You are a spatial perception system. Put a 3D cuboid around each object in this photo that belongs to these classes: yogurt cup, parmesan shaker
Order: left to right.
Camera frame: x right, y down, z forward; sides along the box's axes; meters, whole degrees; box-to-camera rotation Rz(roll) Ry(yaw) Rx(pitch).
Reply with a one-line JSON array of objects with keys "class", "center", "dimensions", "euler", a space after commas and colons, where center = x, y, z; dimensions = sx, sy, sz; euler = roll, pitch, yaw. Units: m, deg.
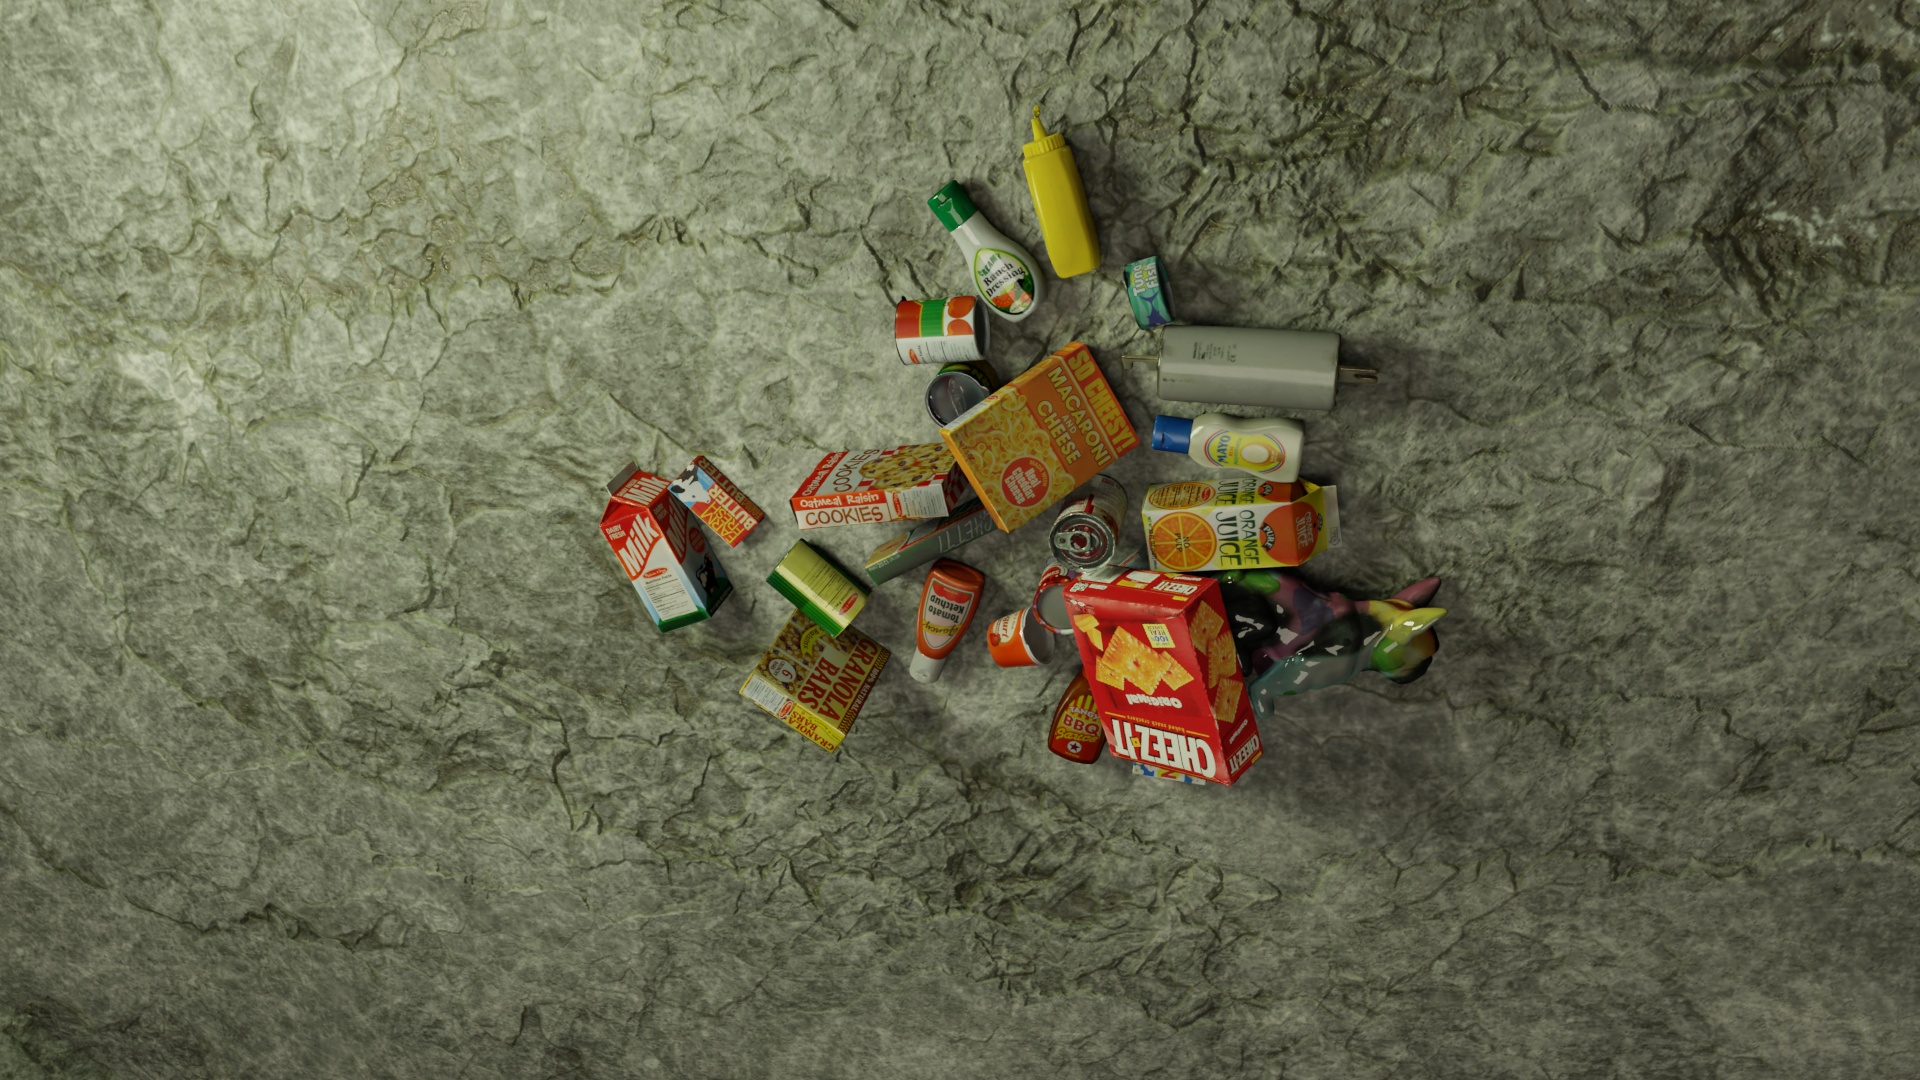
[{"class": "parmesan shaker", "center": [-0.161, 0.052, 1.580], "dimensions": [0.103, 0.072, 0.071], "euler": [41, 119, -6]}, {"class": "yogurt cup", "center": [0.066, 0.110, 1.548], "dimensions": [0.054, 0.073, 0.072], "euler": [-16, 111, 31]}]

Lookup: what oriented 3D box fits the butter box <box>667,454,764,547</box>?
[{"class": "butter box", "center": [-0.278, -0.044, 1.585], "dimensions": [0.103, 0.024, 0.053], "euler": [43, 120, -8]}]

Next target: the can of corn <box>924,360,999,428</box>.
[{"class": "can of corn", "center": [0.005, -0.153, 1.431], "dimensions": [0.071, 0.058, 0.070], "euler": [6, 118, 12]}]

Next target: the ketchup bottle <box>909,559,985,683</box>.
[{"class": "ketchup bottle", "center": [-0.021, 0.095, 1.575], "dimensions": [0.065, 0.044, 0.148], "euler": [21, 120, 4]}]

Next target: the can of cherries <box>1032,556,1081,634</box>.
[{"class": "can of cherries", "center": [0.113, 0.059, 1.510], "dimensions": [0.071, 0.059, 0.071], "euler": [6, 118, 12]}]

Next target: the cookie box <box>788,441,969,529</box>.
[{"class": "cookie box", "center": [-0.080, -0.061, 1.464], "dimensions": [0.167, 0.123, 0.040], "euler": [-4, 114, 18]}]

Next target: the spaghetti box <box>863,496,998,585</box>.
[{"class": "spaghetti box", "center": [0.005, -0.019, 1.505], "dimensions": [0.249, 0.050, 0.028], "euler": [-26, 109, 25]}]

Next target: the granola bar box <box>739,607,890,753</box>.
[{"class": "granola bar box", "center": [-0.161, 0.150, 1.570], "dimensions": [0.124, 0.166, 0.039], "euler": [34, 123, -4]}]

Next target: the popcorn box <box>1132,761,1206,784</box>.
[{"class": "popcorn box", "center": [0.242, 0.209, 1.563], "dimensions": [0.085, 0.038, 0.126], "euler": [7, 118, 12]}]

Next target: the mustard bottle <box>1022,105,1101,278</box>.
[{"class": "mustard bottle", "center": [0.091, -0.332, 1.316], "dimensions": [0.049, 0.065, 0.159], "euler": [-14, 106, 16]}]

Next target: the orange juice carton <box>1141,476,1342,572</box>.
[{"class": "orange juice carton", "center": [0.287, -0.018, 1.415], "dimensions": [0.192, 0.073, 0.071], "euler": [-4, 115, 16]}]

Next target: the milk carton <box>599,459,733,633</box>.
[{"class": "milk carton", "center": [-0.347, 0.003, 1.601], "dimensions": [0.073, 0.073, 0.190], "euler": [-18, 112, 23]}]

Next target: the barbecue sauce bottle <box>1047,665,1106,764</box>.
[{"class": "barbecue sauce bottle", "center": [0.145, 0.182, 1.573], "dimensions": [0.065, 0.044, 0.147], "euler": [18, 119, 7]}]

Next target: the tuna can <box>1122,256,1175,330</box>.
[{"class": "tuna can", "center": [0.181, -0.239, 1.333], "dimensions": [0.033, 0.071, 0.071], "euler": [-14, 112, 20]}]

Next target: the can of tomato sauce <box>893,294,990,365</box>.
[{"class": "can of tomato sauce", "center": [-0.018, -0.214, 1.403], "dimensions": [0.083, 0.071, 0.071], "euler": [-2, 116, 16]}]

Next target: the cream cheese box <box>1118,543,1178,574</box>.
[{"class": "cream cheese box", "center": [0.217, 0.056, 1.500], "dimensions": [0.103, 0.024, 0.053], "euler": [44, 119, -9]}]

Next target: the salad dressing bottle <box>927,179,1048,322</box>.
[{"class": "salad dressing bottle", "center": [0.026, -0.285, 1.367], "dimensions": [0.064, 0.044, 0.147], "euler": [-34, 103, 23]}]

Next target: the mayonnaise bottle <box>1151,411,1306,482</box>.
[{"class": "mayonnaise bottle", "center": [0.268, -0.099, 1.397], "dimensions": [0.148, 0.041, 0.064], "euler": [9, 120, 10]}]

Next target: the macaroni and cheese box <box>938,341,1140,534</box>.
[{"class": "macaroni and cheese box", "center": [0.080, -0.104, 1.397], "dimensions": [0.167, 0.040, 0.123], "euler": [-35, 108, -9]}]
